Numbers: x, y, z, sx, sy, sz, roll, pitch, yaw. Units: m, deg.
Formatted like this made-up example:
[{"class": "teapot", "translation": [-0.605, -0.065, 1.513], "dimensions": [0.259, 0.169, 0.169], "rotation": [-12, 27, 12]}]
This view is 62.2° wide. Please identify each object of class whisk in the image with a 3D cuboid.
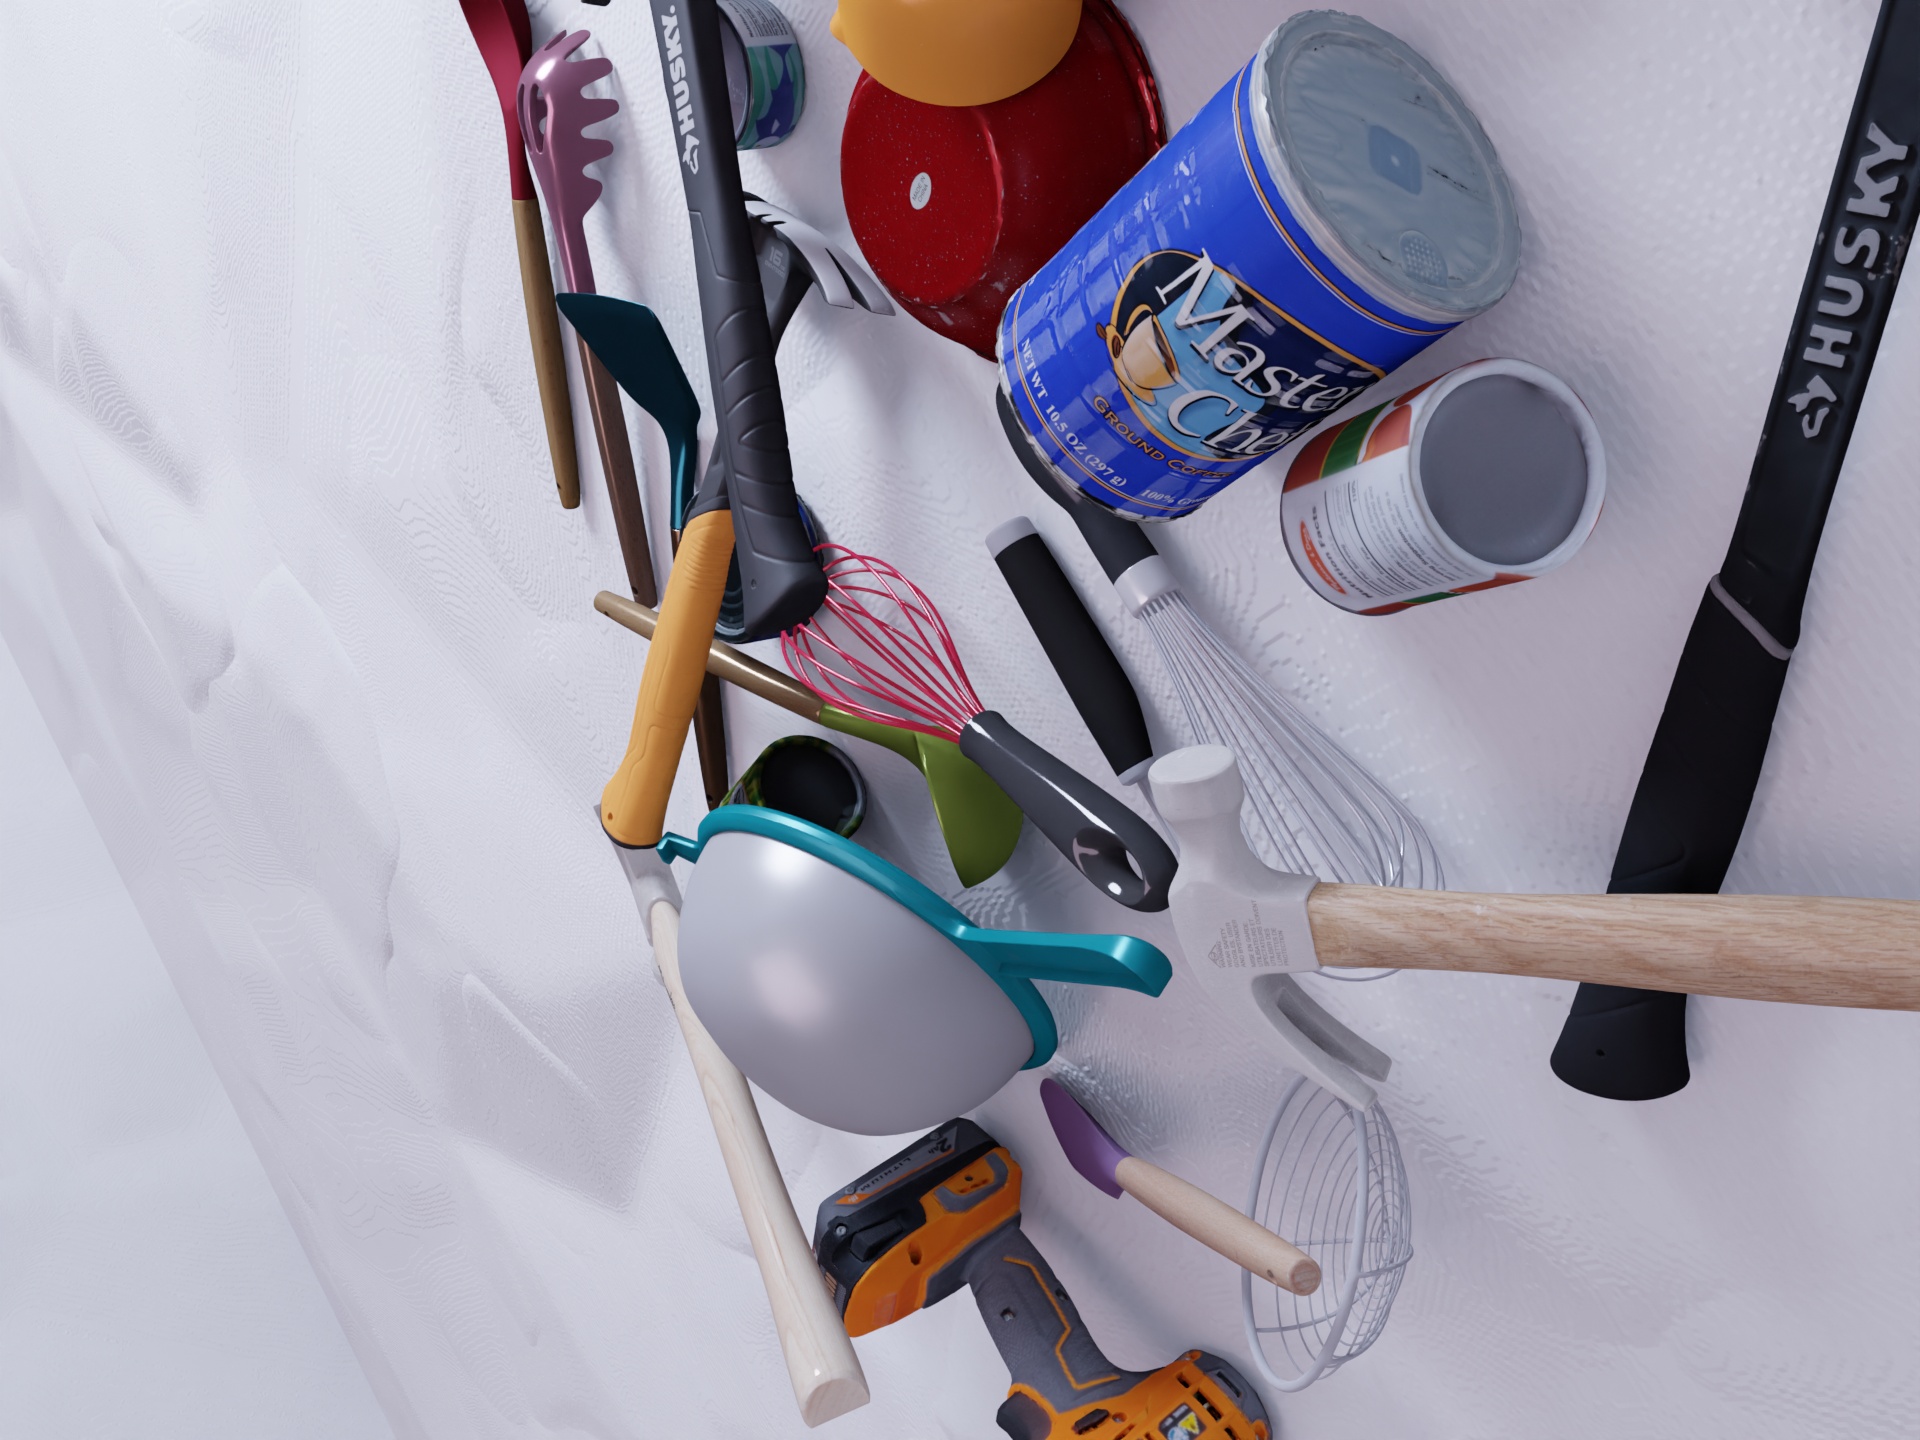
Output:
[{"class": "whisk", "translation": [0.089, -0.025, 0.620], "dimensions": [0.285, 0.070, 0.070], "rotation": [58, 142, 16]}, {"class": "whisk", "translation": [-0.001, -0.002, 0.690], "dimensions": [0.296, 0.073, 0.073], "rotation": [40, 137, 46]}]

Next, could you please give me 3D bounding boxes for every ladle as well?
[{"class": "ladle", "translation": [-0.095, -0.005, 0.819], "dimensions": [0.320, 0.062, 0.078], "rotation": [25, 150, 34]}, {"class": "ladle", "translation": [-0.243, -0.269, 0.900], "dimensions": [0.069, 0.031, 0.315], "rotation": [35, 135, 47]}]

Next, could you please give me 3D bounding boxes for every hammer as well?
[{"class": "hammer", "translation": [0.228, -0.050, 0.459], "dimensions": [0.149, 0.036, 0.408], "rotation": [29, 130, 39]}, {"class": "hammer", "translation": [-0.121, -0.076, 0.777], "dimensions": [0.127, 0.034, 0.336], "rotation": [45, 125, 42]}, {"class": "hammer", "translation": [-0.105, -0.203, 0.679], "dimensions": [0.146, 0.035, 0.335], "rotation": [-7, 93, 45]}, {"class": "hammer", "translation": [-0.129, 0.194, 0.857], "dimensions": [0.411, 0.038, 0.146], "rotation": [-127, 20, -54]}, {"class": "hammer", "translation": [0.217, 0.070, 0.481], "dimensions": [0.331, 0.031, 0.130], "rotation": [-1, 114, 36]}]

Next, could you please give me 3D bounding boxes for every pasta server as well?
[{"class": "pasta server", "translation": [-0.196, -0.209, 0.880], "dimensions": [0.060, 0.040, 0.316], "rotation": [22, 128, 42]}]

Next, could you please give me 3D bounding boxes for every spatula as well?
[{"class": "spatula", "translation": [-0.161, -0.081, 0.889], "dimensions": [0.082, 0.044, 0.317], "rotation": [18, 123, 37]}, {"class": "spatula", "translation": [0.080, 0.196, 0.679], "dimensions": [0.060, 0.018, 0.316], "rotation": [66, 167, -1]}]

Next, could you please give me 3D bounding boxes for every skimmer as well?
[{"class": "skimmer", "translation": [0.079, 0.087, 0.659], "dimensions": [0.363, 0.090, 0.127], "rotation": [62, 166, 8]}]

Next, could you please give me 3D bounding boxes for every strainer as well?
[{"class": "strainer", "translation": [-0.032, 0.135, 0.727], "dimensions": [0.210, 0.095, 0.340], "rotation": [44, 155, -19]}]

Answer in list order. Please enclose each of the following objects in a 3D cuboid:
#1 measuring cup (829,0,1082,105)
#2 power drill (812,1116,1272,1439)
[{"class": "measuring cup", "translation": [-0.010, -0.304, 0.559], "dimensions": [0.052, 0.095, 0.174], "rotation": [84, 174, -75]}, {"class": "power drill", "translation": [0.021, 0.323, 0.794], "dimensions": [0.227, 0.164, 0.084], "rotation": [39, 137, 32]}]
